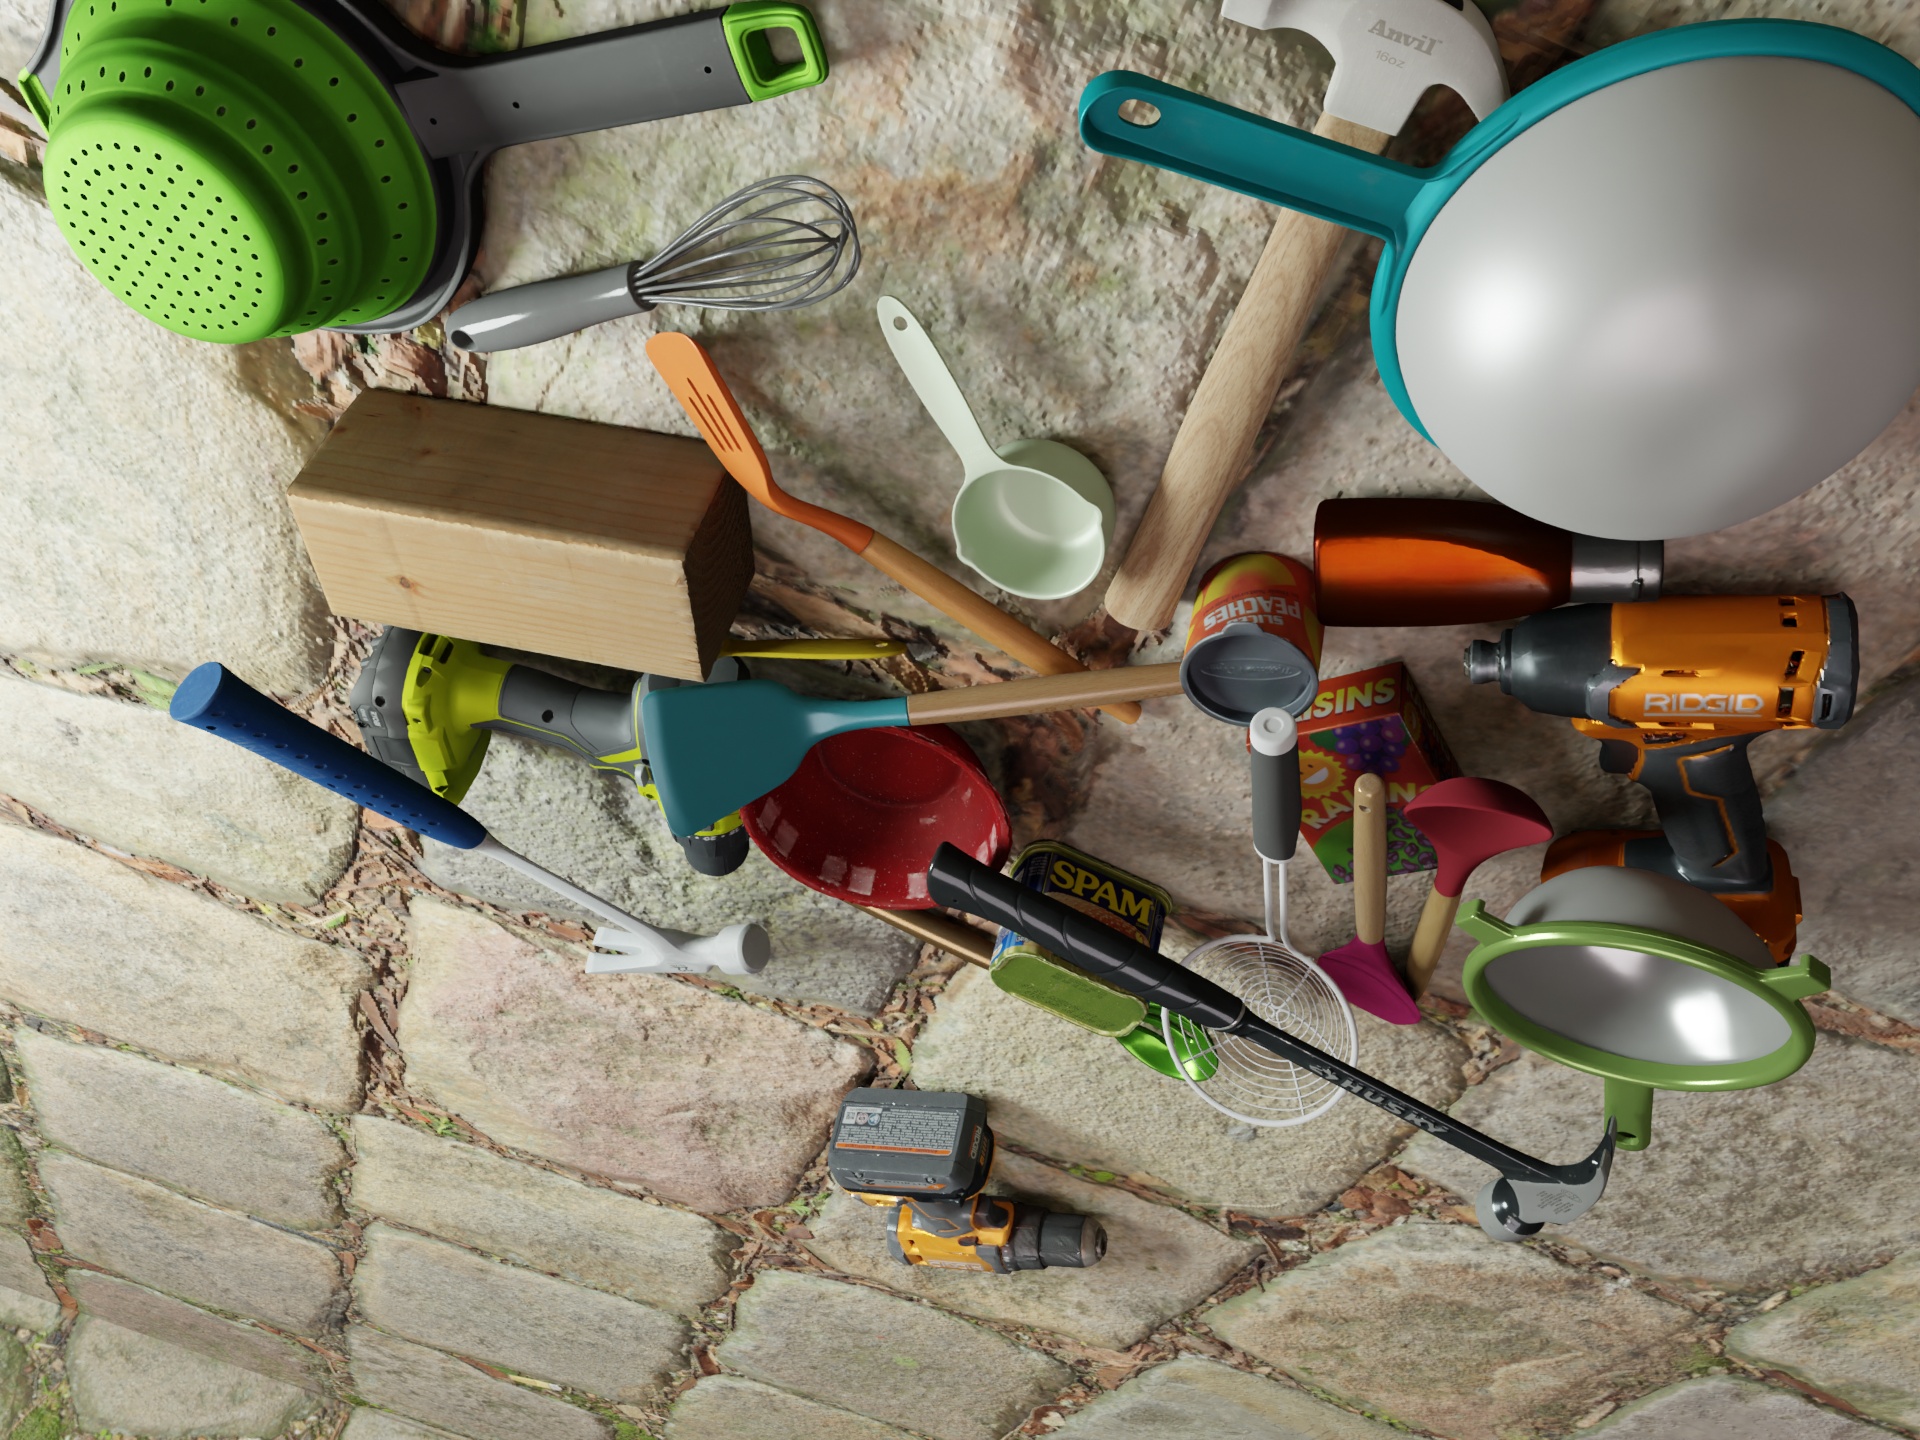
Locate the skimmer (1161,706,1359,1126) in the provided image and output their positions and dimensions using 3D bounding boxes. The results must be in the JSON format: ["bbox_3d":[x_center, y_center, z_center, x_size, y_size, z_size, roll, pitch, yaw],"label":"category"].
[{"bbox_3d":[0.165,0.123,0.888,0.127,0.090,0.362,21,154,23],"label":"skimmer"}]

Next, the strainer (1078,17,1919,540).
[{"bbox_3d":[0.201,-0.147,0.563,0.340,0.095,0.211,13,142,-14],"label":"strainer"}]

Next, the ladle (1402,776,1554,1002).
[{"bbox_3d":[0.263,0.100,0.863,0.069,0.031,0.315,11,154,14],"label":"ladle"}]

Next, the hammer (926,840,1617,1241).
[{"bbox_3d":[0.165,0.172,0.885,0.409,0.036,0.149,27,150,3],"label":"hammer"}]

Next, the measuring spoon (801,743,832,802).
[{"bbox_3d":[-0.093,0.022,0.967,0.021,0.011,0.116,-10,131,8],"label":"measuring spoon"}]

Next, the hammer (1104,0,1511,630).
[{"bbox_3d":[0.127,-0.155,0.678,0.130,0.031,0.331,18,139,0],"label":"hammer"}]

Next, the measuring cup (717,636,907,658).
[{"bbox_3d":[-0.107,-0.051,0.869,0.156,0.062,0.029,1,118,1],"label":"measuring cup"}]

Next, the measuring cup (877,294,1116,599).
[{"bbox_3d":[0.014,-0.133,0.742,0.083,0.038,0.167,-15,121,36],"label":"measuring cup"}]

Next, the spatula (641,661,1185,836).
[{"bbox_3d":[-0.001,-0.003,0.825,0.317,0.044,0.082,-8,110,5],"label":"spatula"}]

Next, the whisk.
[{"bbox_3d":[-0.146,-0.197,0.716,0.239,0.055,0.055,-5,135,30],"label":"whisk"}]

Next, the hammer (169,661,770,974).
[{"bbox_3d":[-0.294,0.077,0.970,0.144,0.035,0.405,-8,148,33],"label":"hammer"}]

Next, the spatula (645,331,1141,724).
[{"bbox_3d":[-0.024,-0.086,0.800,0.322,0.041,0.081,31,174,-26],"label":"spatula"}]

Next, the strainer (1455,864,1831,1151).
[{"bbox_3d":[0.335,0.141,0.787,0.151,0.069,0.256,8,150,26],"label":"strainer"}]

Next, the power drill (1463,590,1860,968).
[{"bbox_3d":[0.334,0.033,0.779,0.164,0.084,0.226,2,133,21],"label":"power drill"}]

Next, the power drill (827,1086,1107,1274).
[{"bbox_3d":[0.008,0.381,1.275,0.185,0.084,0.226,-2,140,20],"label":"power drill"}]

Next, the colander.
[{"bbox_3d":[-0.248,-0.237,0.669,0.397,0.095,0.204,-1,136,21],"label":"colander"}]

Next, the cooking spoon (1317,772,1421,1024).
[{"bbox_3d":[0.229,0.108,0.887,0.069,0.017,0.318,25,160,26],"label":"cooking spoon"}]

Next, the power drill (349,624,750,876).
[{"bbox_3d":[-0.230,0.019,0.961,0.228,0.080,0.190,11,144,4],"label":"power drill"}]

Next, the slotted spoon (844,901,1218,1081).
[{"bbox_3d":[0.033,0.163,1.065,0.313,0.031,0.070,26,138,-7],"label":"slotted spoon"}]
